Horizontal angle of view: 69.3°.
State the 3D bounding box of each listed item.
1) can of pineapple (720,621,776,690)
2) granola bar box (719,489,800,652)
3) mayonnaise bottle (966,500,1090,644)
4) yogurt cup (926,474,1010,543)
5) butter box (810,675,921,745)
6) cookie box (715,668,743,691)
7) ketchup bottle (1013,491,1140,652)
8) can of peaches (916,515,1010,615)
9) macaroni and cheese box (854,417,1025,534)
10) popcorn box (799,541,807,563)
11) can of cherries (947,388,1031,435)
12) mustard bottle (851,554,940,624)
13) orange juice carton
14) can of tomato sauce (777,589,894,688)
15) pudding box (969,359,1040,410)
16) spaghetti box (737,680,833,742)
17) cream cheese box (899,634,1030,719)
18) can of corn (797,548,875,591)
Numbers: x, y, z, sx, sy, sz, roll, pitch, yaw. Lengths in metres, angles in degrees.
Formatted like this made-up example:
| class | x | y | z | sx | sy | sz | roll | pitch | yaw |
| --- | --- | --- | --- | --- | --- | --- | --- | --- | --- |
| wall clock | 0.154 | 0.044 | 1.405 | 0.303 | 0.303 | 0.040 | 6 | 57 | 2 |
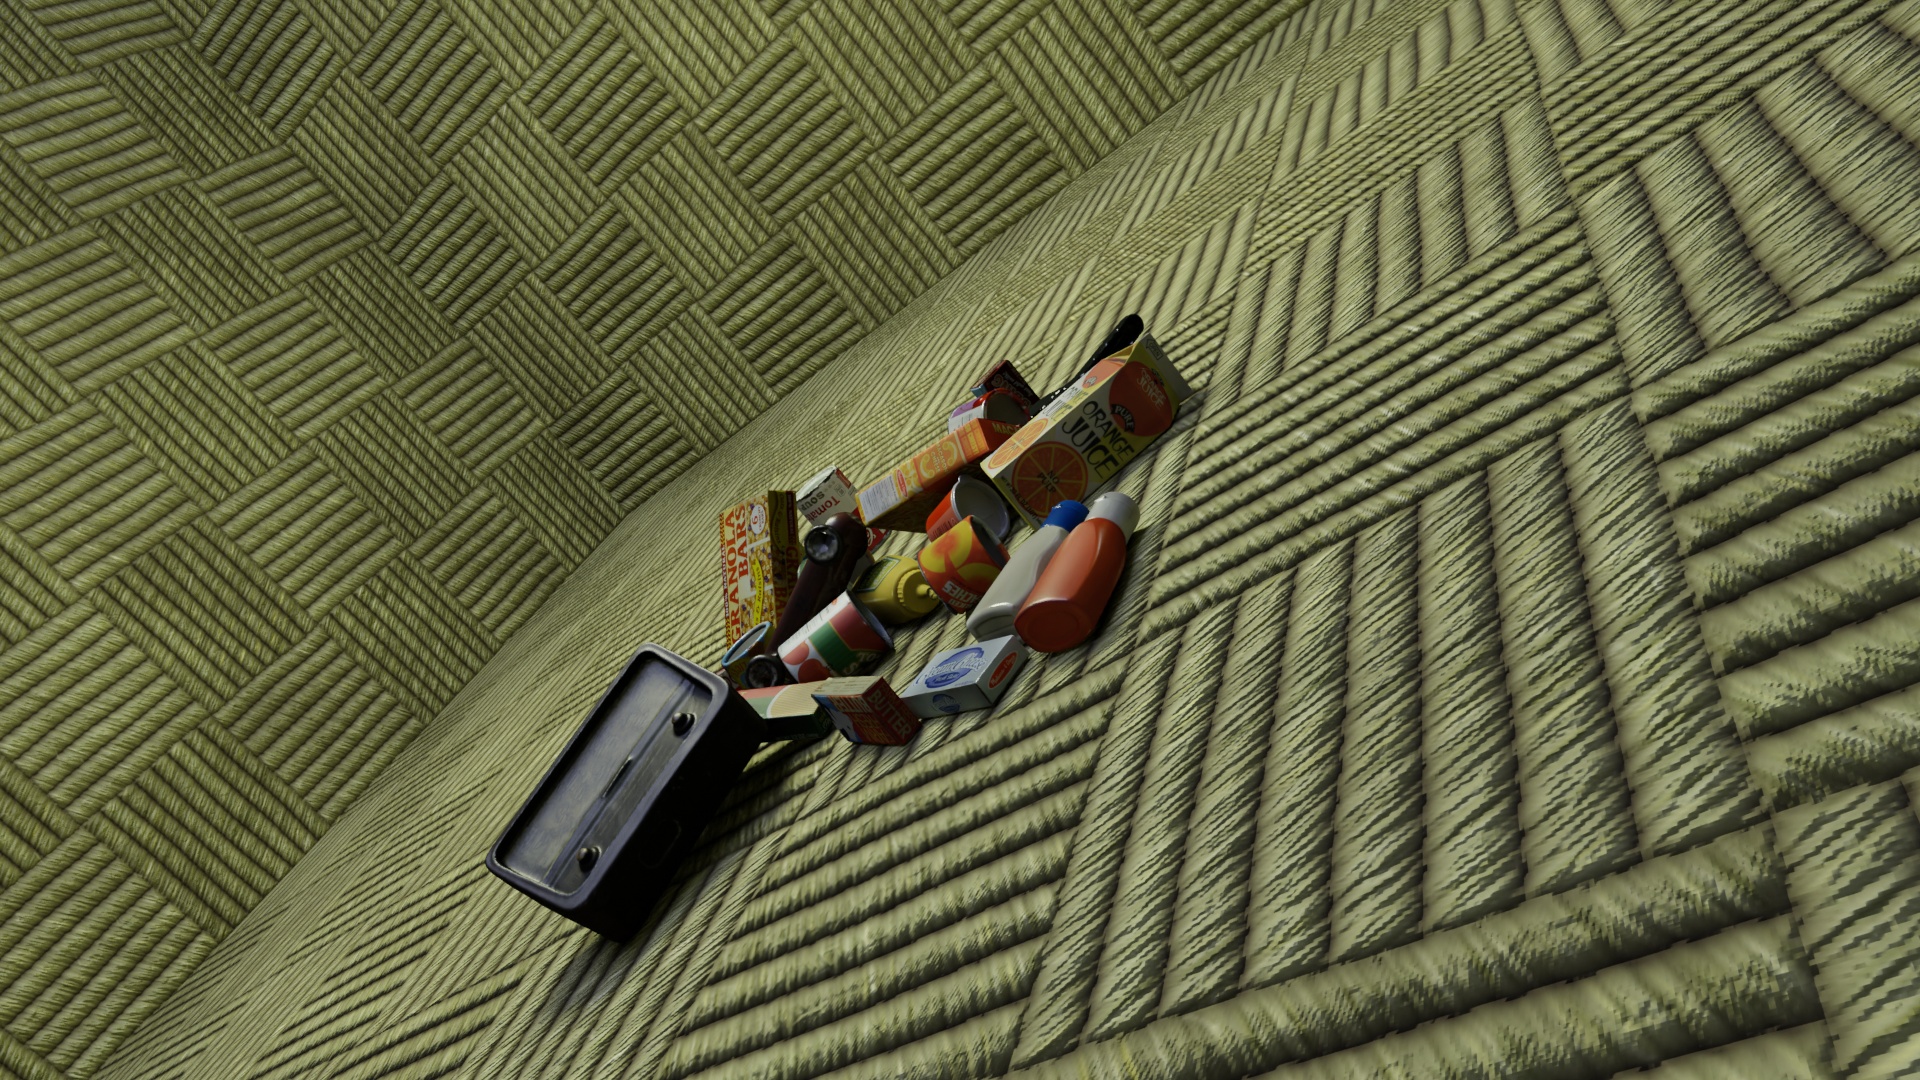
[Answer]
| class | x | y | z | sx | sy | sz | roll | pitch | yaw |
| --- | --- | --- | --- | --- | --- | --- | --- | --- | --- |
| can of pineapple | -0.200 | 0.125 | 1.405 | 0.071 | 0.058 | 0.071 | -37 | 15 | 12 |
| granola bar box | -0.223 | 0.037 | 1.548 | 0.039 | 0.166 | 0.124 | 3 | -14 | -35 |
| mayonnaise bottle | 0.061 | 0.024 | 1.086 | 0.064 | 0.041 | 0.149 | -24 | 20 | 43 |
| yogurt cup | 0.005 | -0.016 | 1.303 | 0.053 | 0.072 | 0.073 | -39 | 12 | 39 |
| butter box | -0.075 | 0.132 | 1.082 | 0.024 | 0.053 | 0.103 | -44 | 15 | -26 |
| cookie box | -0.292 | 0.189 | 1.409 | 0.122 | 0.040 | 0.168 | -33 | 2 | 25 |
| ketchup bottle | 0.092 | 0.018 | 1.017 | 0.064 | 0.043 | 0.149 | -27 | 20 | 40 |
| can of peaches | 0.006 | 0.022 | 1.183 | 0.058 | 0.071 | 0.071 | -36 | 15 | 14 |
| macaroni and cheese box | -0.002 | -0.061 | 1.364 | 0.166 | 0.040 | 0.124 | -31 | -22 | 33 |
| popcorn box | -0.213 | 0.032 | 1.657 | 0.038 | 0.085 | 0.126 | -45 | 15 | -22 |
| can of cherries | 0.032 | -0.118 | 1.422 | 0.058 | 0.071 | 0.072 | -21 | 24 | 48 |
| mustard bottle | -0.052 | 0.046 | 1.287 | 0.065 | 0.048 | 0.160 | -51 | 17 | -16 |
| orange juice carton | 0.116 | -0.098 | 1.244 | 0.192 | 0.071 | 0.073 | -40 | 15 | 1 |
| can of tomato sauce | -0.112 | 0.097 | 1.257 | 0.083 | 0.071 | 0.071 | -40 | 14 | 2 |
| pudding box | 0.056 | -0.152 | 1.532 | 0.050 | 0.083 | 0.030 | -44 | 15 | -16 |
| spaghetti box | -0.223 | 0.162 | 1.246 | 0.250 | 0.028 | 0.050 | -9 | 27 | 25 |
| cream cheese box | 0.003 | 0.102 | 1.033 | 0.103 | 0.024 | 0.053 | -20 | 23 | 53 |
| can of corn | -0.129 | 0.035 | 1.472 | 0.058 | 0.071 | 0.071 | -30 | 18 | 33 |
